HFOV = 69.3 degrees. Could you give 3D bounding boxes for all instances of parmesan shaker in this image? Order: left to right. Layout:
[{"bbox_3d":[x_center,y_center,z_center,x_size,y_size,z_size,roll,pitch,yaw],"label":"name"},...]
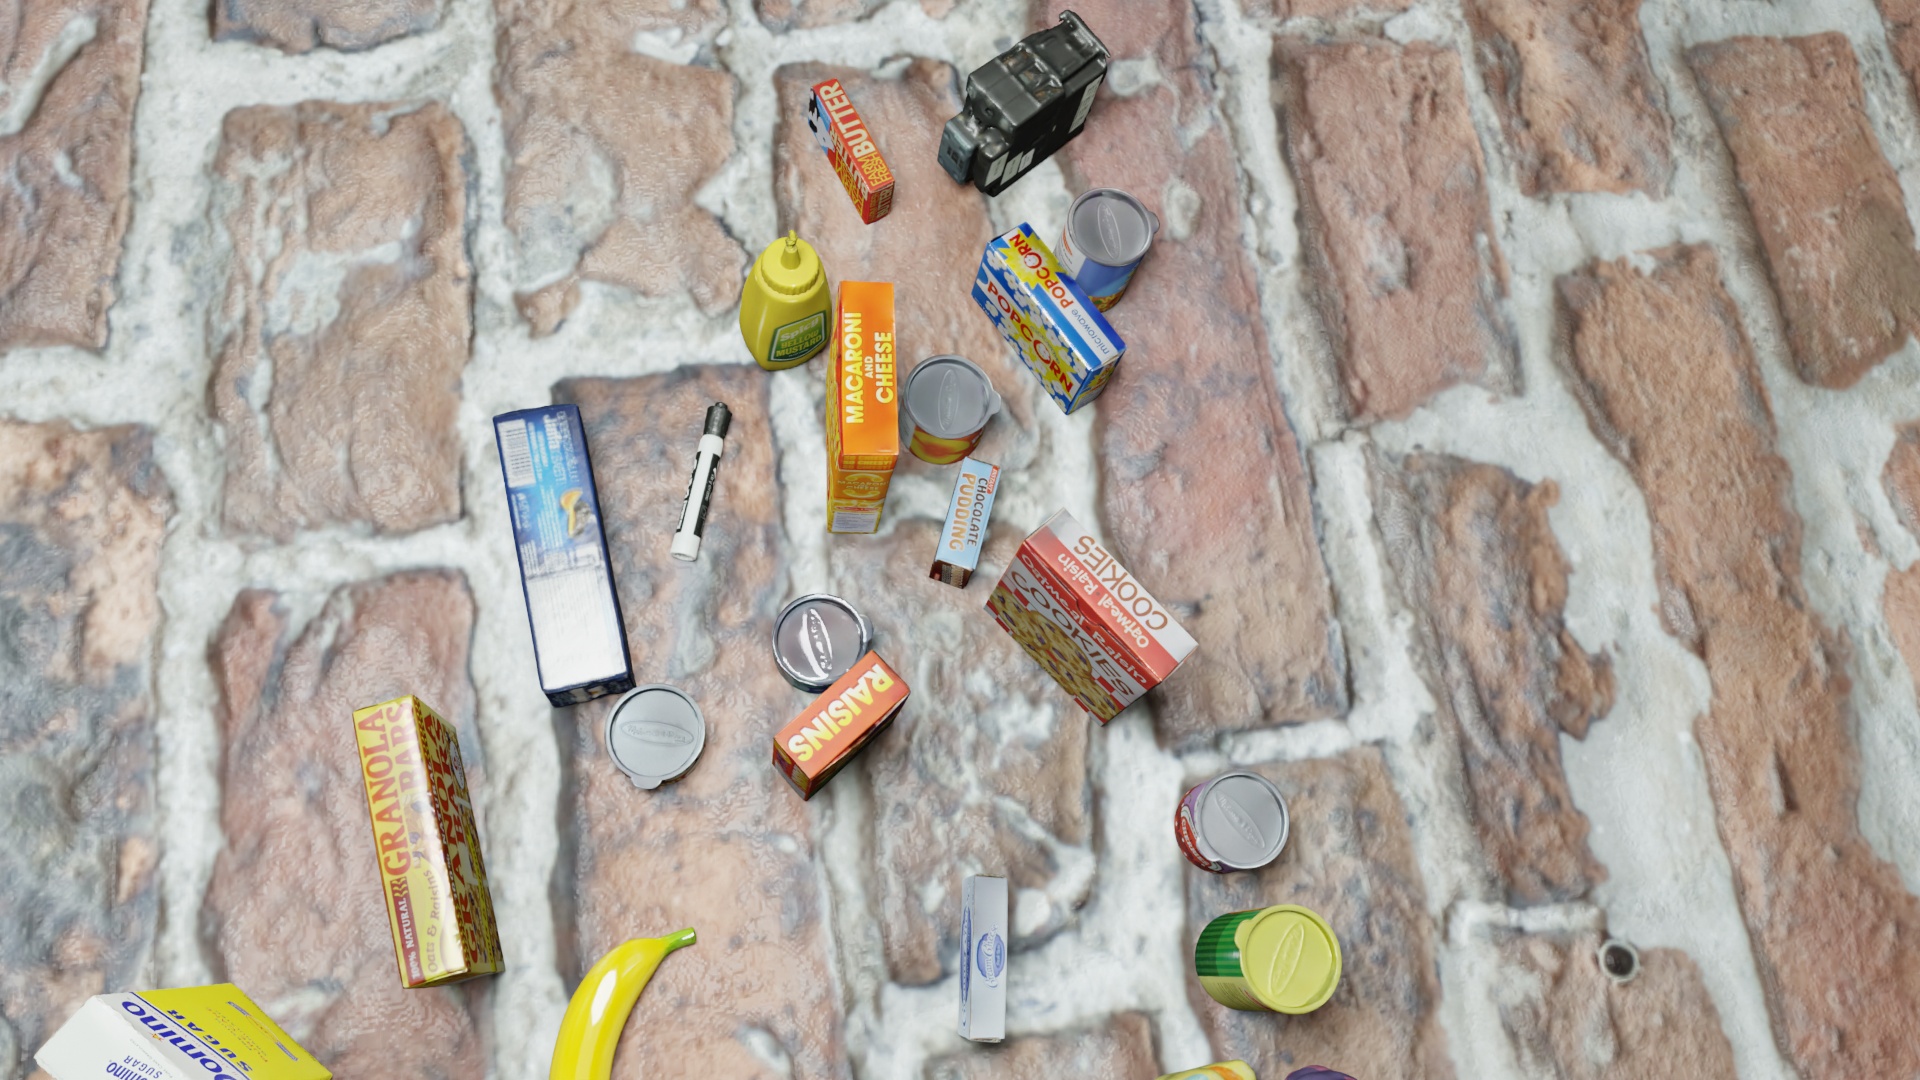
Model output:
[{"bbox_3d":[0.198,0.275,0.917,0.071,0.102,0.071,2,73,-7],"label":"parmesan shaker"}]

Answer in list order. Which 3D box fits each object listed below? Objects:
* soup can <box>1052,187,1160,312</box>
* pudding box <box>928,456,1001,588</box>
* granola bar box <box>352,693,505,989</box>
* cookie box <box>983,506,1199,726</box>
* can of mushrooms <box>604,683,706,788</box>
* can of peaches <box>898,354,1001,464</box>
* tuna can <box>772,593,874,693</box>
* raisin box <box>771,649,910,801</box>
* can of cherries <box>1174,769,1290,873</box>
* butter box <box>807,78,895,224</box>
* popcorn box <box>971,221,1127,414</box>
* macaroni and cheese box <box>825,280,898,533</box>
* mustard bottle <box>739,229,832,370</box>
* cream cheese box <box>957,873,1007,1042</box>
[{"bbox_3d":[0.109,-0.222,1.073,0.071,0.083,0.071,2,72,-7],"label":"soup can"},{"bbox_3d":[0.004,-0.013,1.009,0.030,0.049,0.084,17,71,-3],"label":"pudding box"},{"bbox_3d":[-0.327,0.189,0.857,0.039,0.123,0.166,-14,75,-12],"label":"granola bar box"},{"bbox_3d":[0.082,0.057,0.936,0.040,0.167,0.123,-42,83,-17],"label":"cookie box"},{"bbox_3d":[-0.206,0.134,0.940,0.071,0.033,0.071,2,72,-8],"label":"can of mushrooms"},{"bbox_3d":[-0.010,-0.095,1.029,0.071,0.058,0.071,2,72,-7],"label":"can of peaches"},{"bbox_3d":[-0.097,0.072,0.976,0.071,0.032,0.071,2,72,-8],"label":"tuna can"},{"bbox_3d":[-0.081,0.124,0.914,0.086,0.123,0.040,-41,82,-17],"label":"raisin box"},{"bbox_3d":[0.185,0.197,0.964,0.071,0.058,0.071,2,72,-7],"label":"can of cherries"},{"bbox_3d":[-0.086,-0.304,1.087,0.024,0.053,0.103,-26,78,-15],"label":"butter box"},{"bbox_3d":[0.065,-0.166,1.048,0.038,0.085,0.127,-34,80,-16],"label":"popcorn box"},{"bbox_3d":[-0.071,-0.087,0.960,0.040,0.166,0.124,0,73,-8],"label":"macaroni and cheese box"},{"bbox_3d":[-0.123,-0.173,0.983,0.065,0.159,0.049,-25,78,-15],"label":"mustard bottle"},{"bbox_3d":[0.015,0.275,0.917,0.024,0.053,0.104,4,72,-7],"label":"cream cheese box"}]
